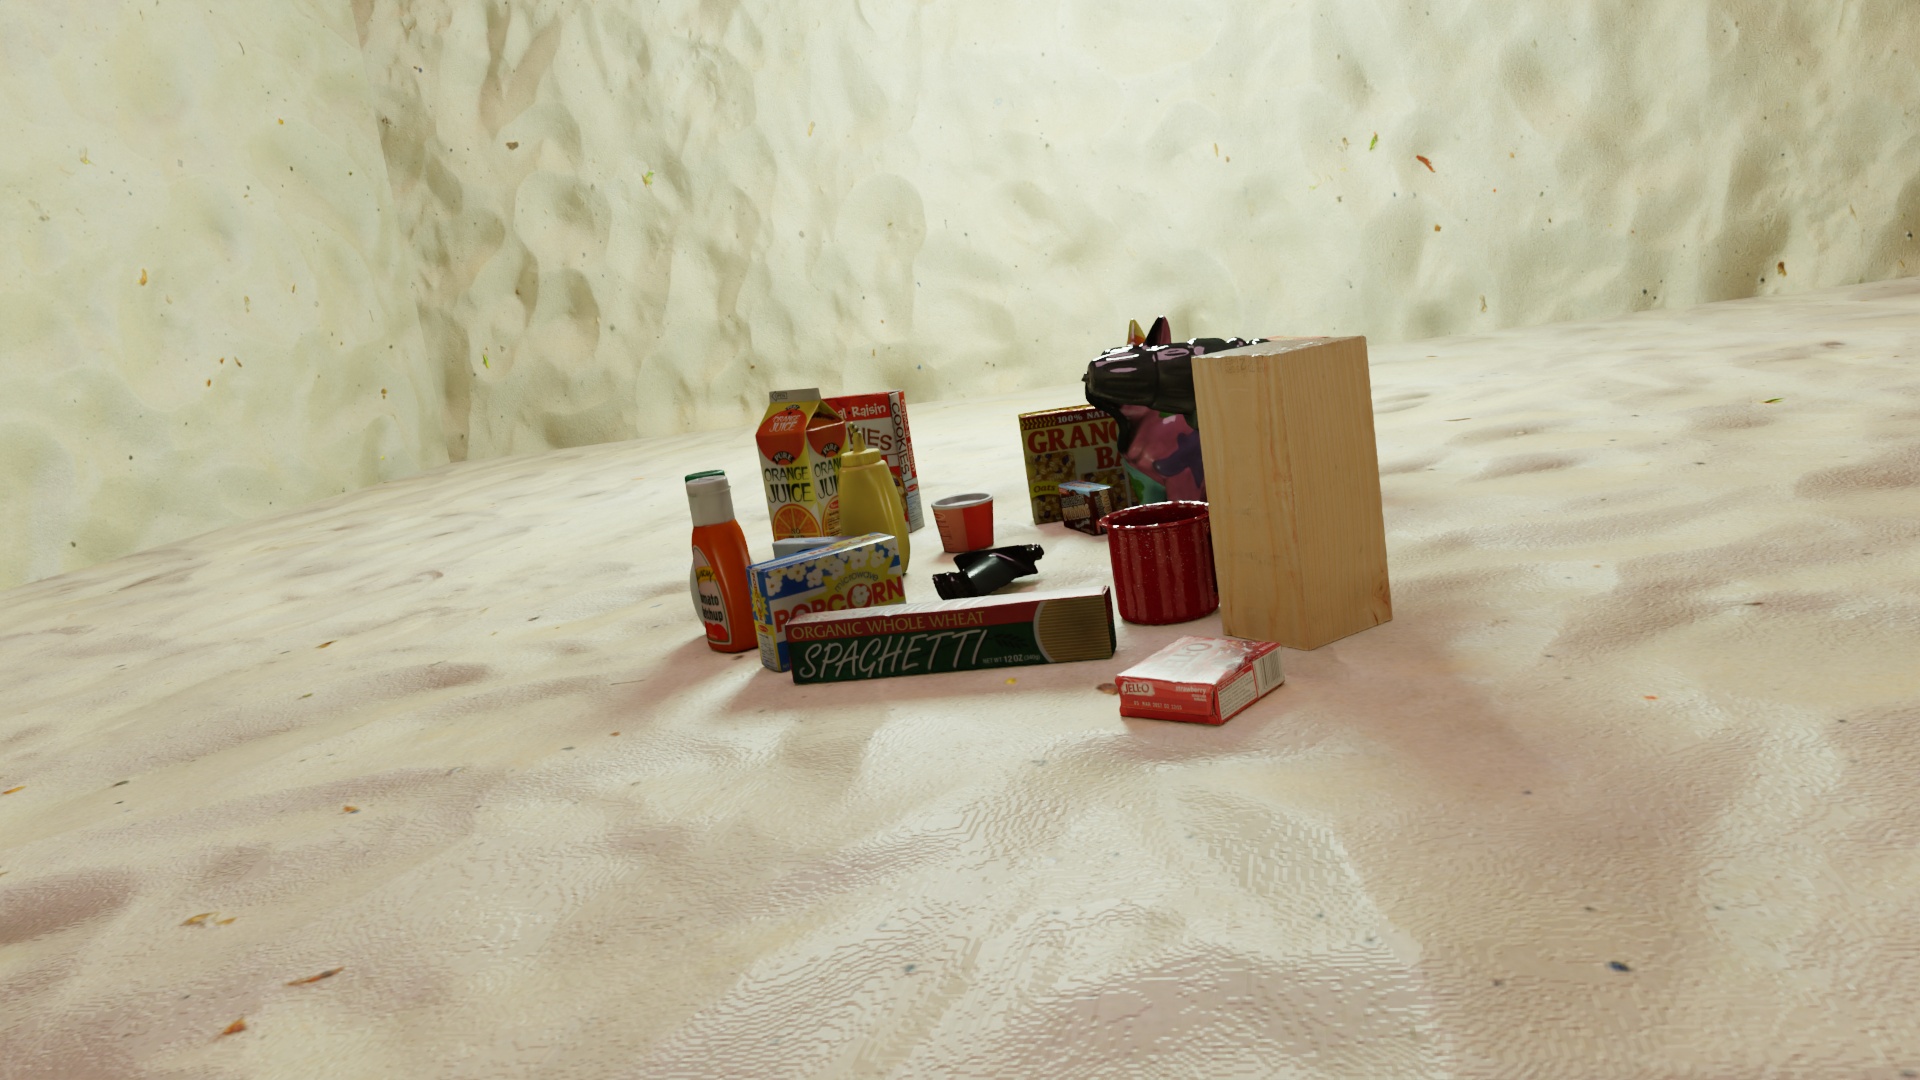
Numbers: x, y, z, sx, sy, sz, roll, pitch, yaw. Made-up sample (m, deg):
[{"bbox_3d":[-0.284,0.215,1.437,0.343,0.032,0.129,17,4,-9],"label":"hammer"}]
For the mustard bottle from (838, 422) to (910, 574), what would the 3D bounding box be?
[{"bbox_3d":[-0.091,-0.040,1.389,0.065,0.160,0.049,-6,11,16],"label":"mustard bottle"}]

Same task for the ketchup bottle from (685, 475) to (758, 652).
[{"bbox_3d":[-0.205,0.020,1.197,0.044,0.148,0.064,-16,12,-34],"label":"ketchup bottle"}]

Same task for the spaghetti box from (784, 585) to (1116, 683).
[{"bbox_3d":[-0.010,0.071,1.039,0.250,0.050,0.029,-6,11,13],"label":"spaghetti box"}]

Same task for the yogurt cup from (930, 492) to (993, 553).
[{"bbox_3d":[0.005,-0.019,1.484,0.072,0.054,0.072,-8,11,2],"label":"yogurt cup"}]

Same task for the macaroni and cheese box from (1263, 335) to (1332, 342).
[{"bbox_3d":[0.376,-0.143,1.540,0.040,0.166,0.124,-11,11,-13],"label":"macaroni and cheese box"}]

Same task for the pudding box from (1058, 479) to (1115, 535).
[{"bbox_3d":[0.136,-0.036,1.484,0.030,0.049,0.084,-12,11,-18],"label":"pudding box"}]

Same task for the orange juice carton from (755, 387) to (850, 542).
[{"bbox_3d":[-0.166,-0.071,1.518,0.072,0.192,0.073,-2,12,34],"label":"orange juice carton"}]

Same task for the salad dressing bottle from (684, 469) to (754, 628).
[{"bbox_3d":[-0.218,0.011,1.257,0.064,0.147,0.044,-5,11,18],"label":"salad dressing bottle"}]

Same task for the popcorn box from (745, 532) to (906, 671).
[{"bbox_3d":[-0.107,0.049,1.138,0.127,0.085,0.038,-15,12,-32],"label":"popcorn box"}]

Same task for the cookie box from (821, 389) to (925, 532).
[{"bbox_3d":[-0.116,-0.091,1.652,0.123,0.167,0.040,-3,12,28],"label":"cookie box"}]

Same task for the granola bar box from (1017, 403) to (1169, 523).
[{"bbox_3d":[0.155,-0.092,1.561,0.166,0.124,0.039,-8,10,2],"label":"granola bar box"}]

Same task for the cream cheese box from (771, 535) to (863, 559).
[{"bbox_3d":[-0.137,0.024,1.374,0.103,0.053,0.024,-2,12,33],"label":"cream cheese box"}]
